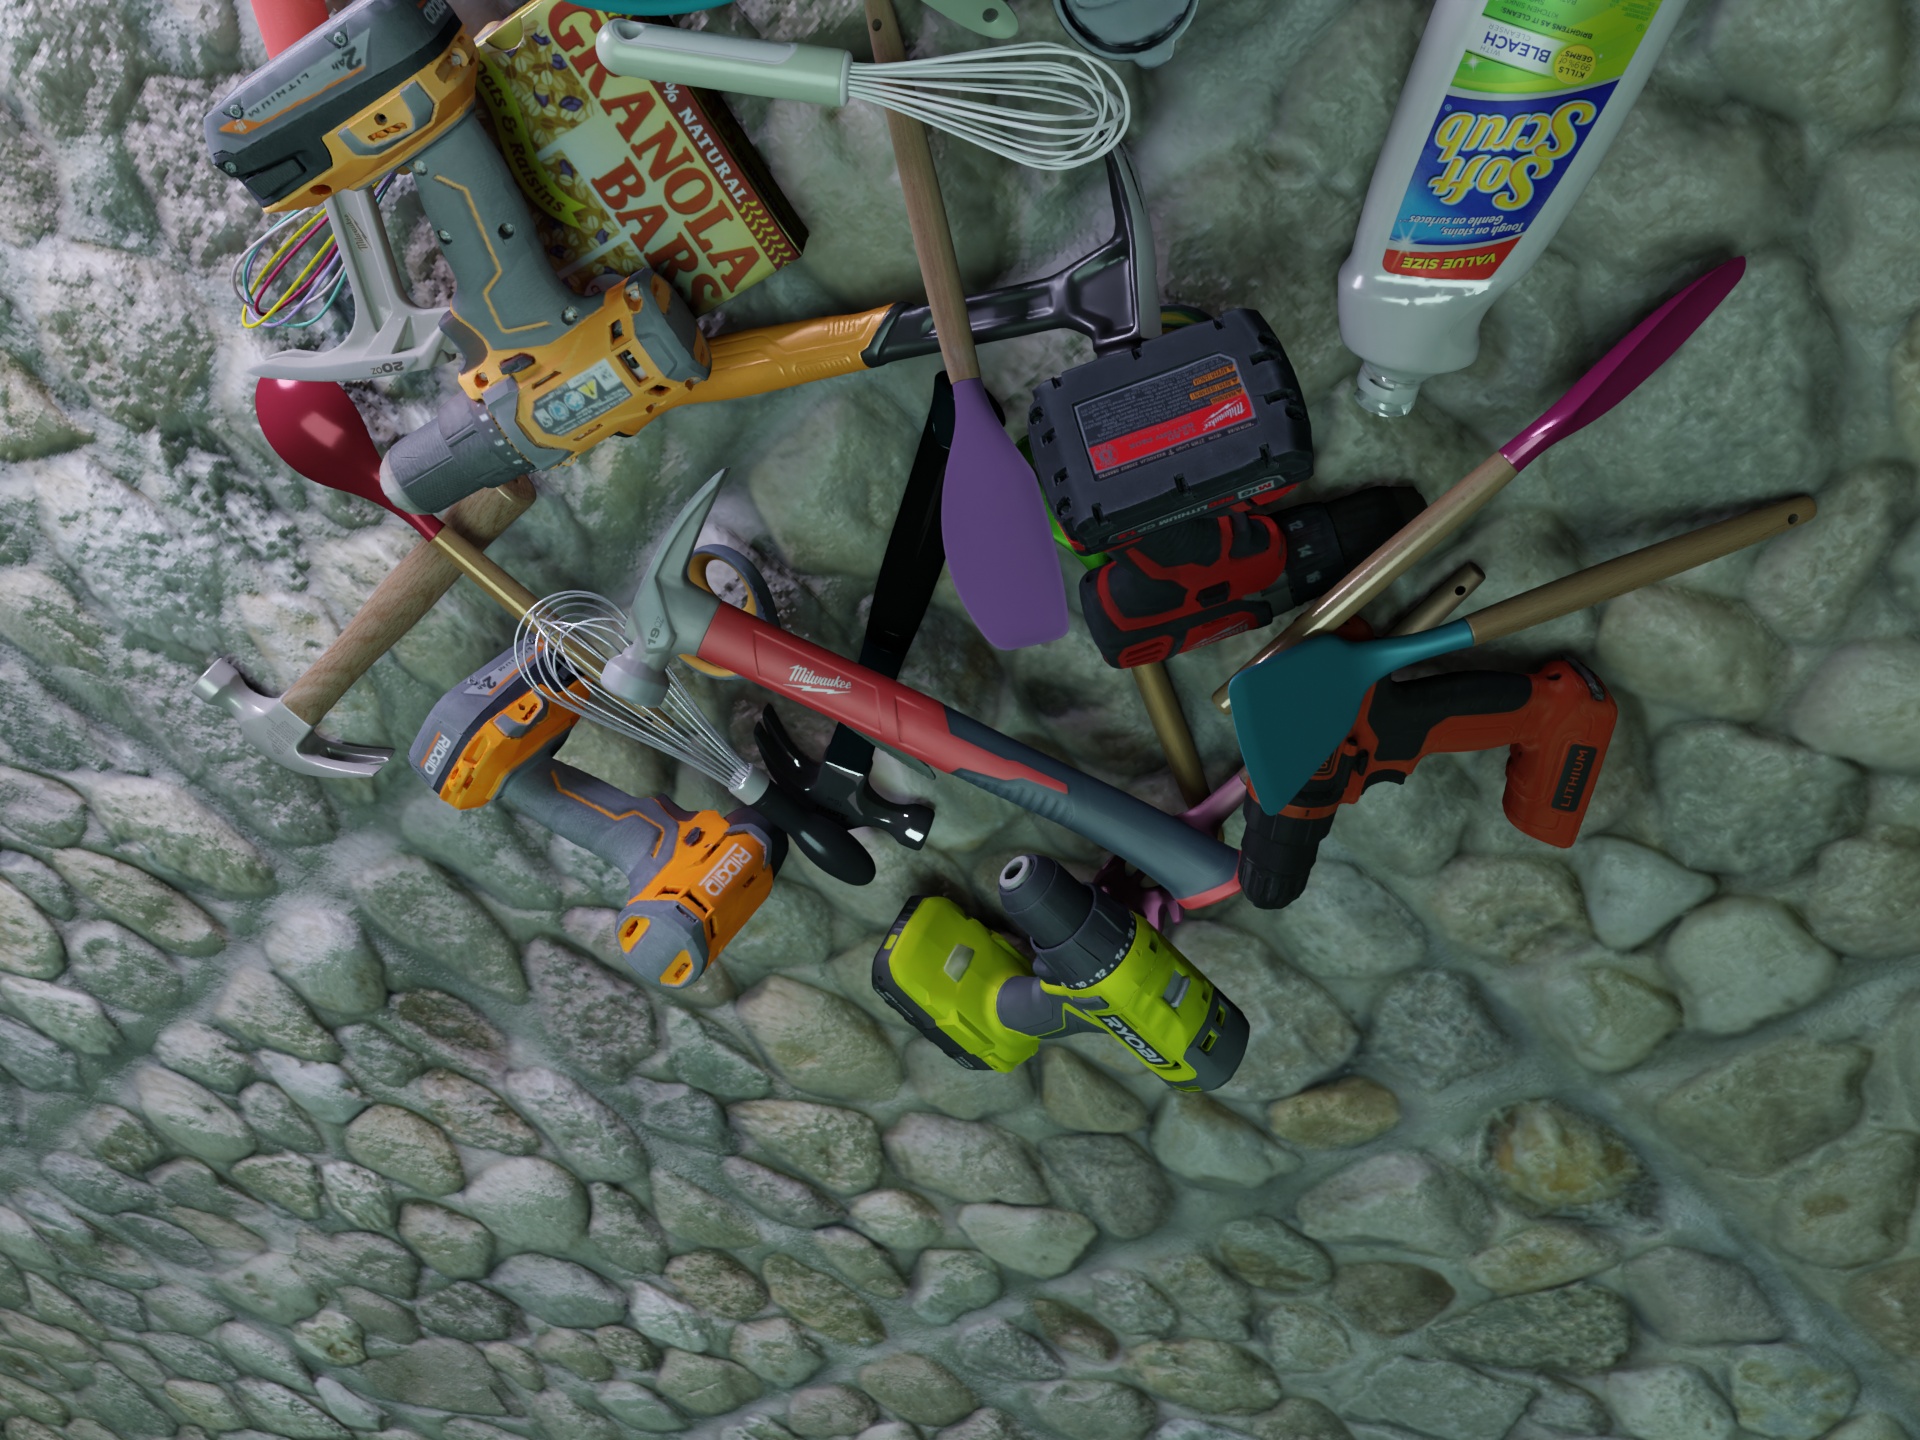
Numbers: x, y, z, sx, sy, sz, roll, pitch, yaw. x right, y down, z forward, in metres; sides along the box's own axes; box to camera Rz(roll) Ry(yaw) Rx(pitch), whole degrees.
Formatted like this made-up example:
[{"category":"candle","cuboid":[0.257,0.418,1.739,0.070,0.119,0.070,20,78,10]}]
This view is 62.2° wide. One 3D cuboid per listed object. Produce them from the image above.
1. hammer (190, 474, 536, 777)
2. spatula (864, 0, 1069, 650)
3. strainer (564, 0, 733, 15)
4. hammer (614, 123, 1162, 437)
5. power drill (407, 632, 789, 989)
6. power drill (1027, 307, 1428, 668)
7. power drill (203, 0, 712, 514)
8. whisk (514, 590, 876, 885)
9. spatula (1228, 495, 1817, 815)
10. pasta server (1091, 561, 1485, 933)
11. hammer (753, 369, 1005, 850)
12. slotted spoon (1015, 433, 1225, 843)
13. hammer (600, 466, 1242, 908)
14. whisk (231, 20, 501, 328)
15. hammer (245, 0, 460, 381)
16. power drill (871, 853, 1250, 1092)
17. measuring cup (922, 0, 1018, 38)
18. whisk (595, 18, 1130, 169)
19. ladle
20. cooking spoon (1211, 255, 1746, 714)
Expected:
[{"category":"hammer","cuboid":[-0.378,-0.062,1.043,0.130,0.031,0.331,43,125,-17]},{"category":"spatula","cuboid":[-0.005,-0.189,0.769,0.060,0.018,0.316,-10,97,28]},{"category":"strainer","cuboid":[-0.076,-0.415,0.666,0.340,0.095,0.210,-1,146,-7]},{"category":"hammer","cuboid":[-0.059,-0.205,0.828,0.337,0.034,0.127,-5,90,27]},{"category":"power drill","cuboid":[-0.216,0.049,1.020,0.226,0.164,0.084,40,127,0]},{"category":"power drill","cuboid":[0.137,-0.104,0.779,0.188,0.080,0.226,-18,159,10]},{"category":"power drill","cuboid":[-0.257,-0.215,0.773,0.185,0.084,0.226,-27,124,13]},{"category":"whisk","cuboid":[-0.156,0.022,0.988,0.070,0.070,0.284,-31,121,32]},{"category":"spatula","cuboid":[0.283,-0.048,0.795,0.317,0.044,0.082,-21,115,1]},{"category":"pasta server","cuboid":[0.187,0.022,0.934,0.060,0.040,0.316,38,121,-8]},{"category":"hammer","cuboid":[-0.039,-0.058,0.954,0.128,0.033,0.330,20,129,-1]},{"category":"slotted spoon","cuboid":[0.103,-0.041,0.932,0.070,0.031,0.313,-13,124,21]},{"category":"hammer","cuboid":[-0.001,-0.003,0.916,0.386,0.038,0.143,25,99,-6]},{"category":"whisk","cuboid":[-0.316,-0.285,0.853,0.245,0.047,0.051,-31,112,28]},{"category":"hammer","cuboid":[-0.338,-0.347,0.782,0.149,0.037,0.358,-3,118,12]},{"category":"power drill","cuboid":[0.046,0.158,1.005,0.190,0.080,0.228,44,149,-22]},{"category":"measuring cup","cuboid":[-0.042,-0.340,0.664,0.167,0.038,0.083,20,139,-34]},{"category":"whisk","cuboid":[-0.045,-0.292,0.726,0.246,0.058,0.059,8,144,0]},{"category":"ladle","cuboid":[-0.296,-0.095,0.962,0.315,0.031,0.069,42,124,-18]},{"category":"cooking spoon","cuboid":[0.246,-0.109,0.777,0.319,0.068,0.017,-42,71,17]}]
